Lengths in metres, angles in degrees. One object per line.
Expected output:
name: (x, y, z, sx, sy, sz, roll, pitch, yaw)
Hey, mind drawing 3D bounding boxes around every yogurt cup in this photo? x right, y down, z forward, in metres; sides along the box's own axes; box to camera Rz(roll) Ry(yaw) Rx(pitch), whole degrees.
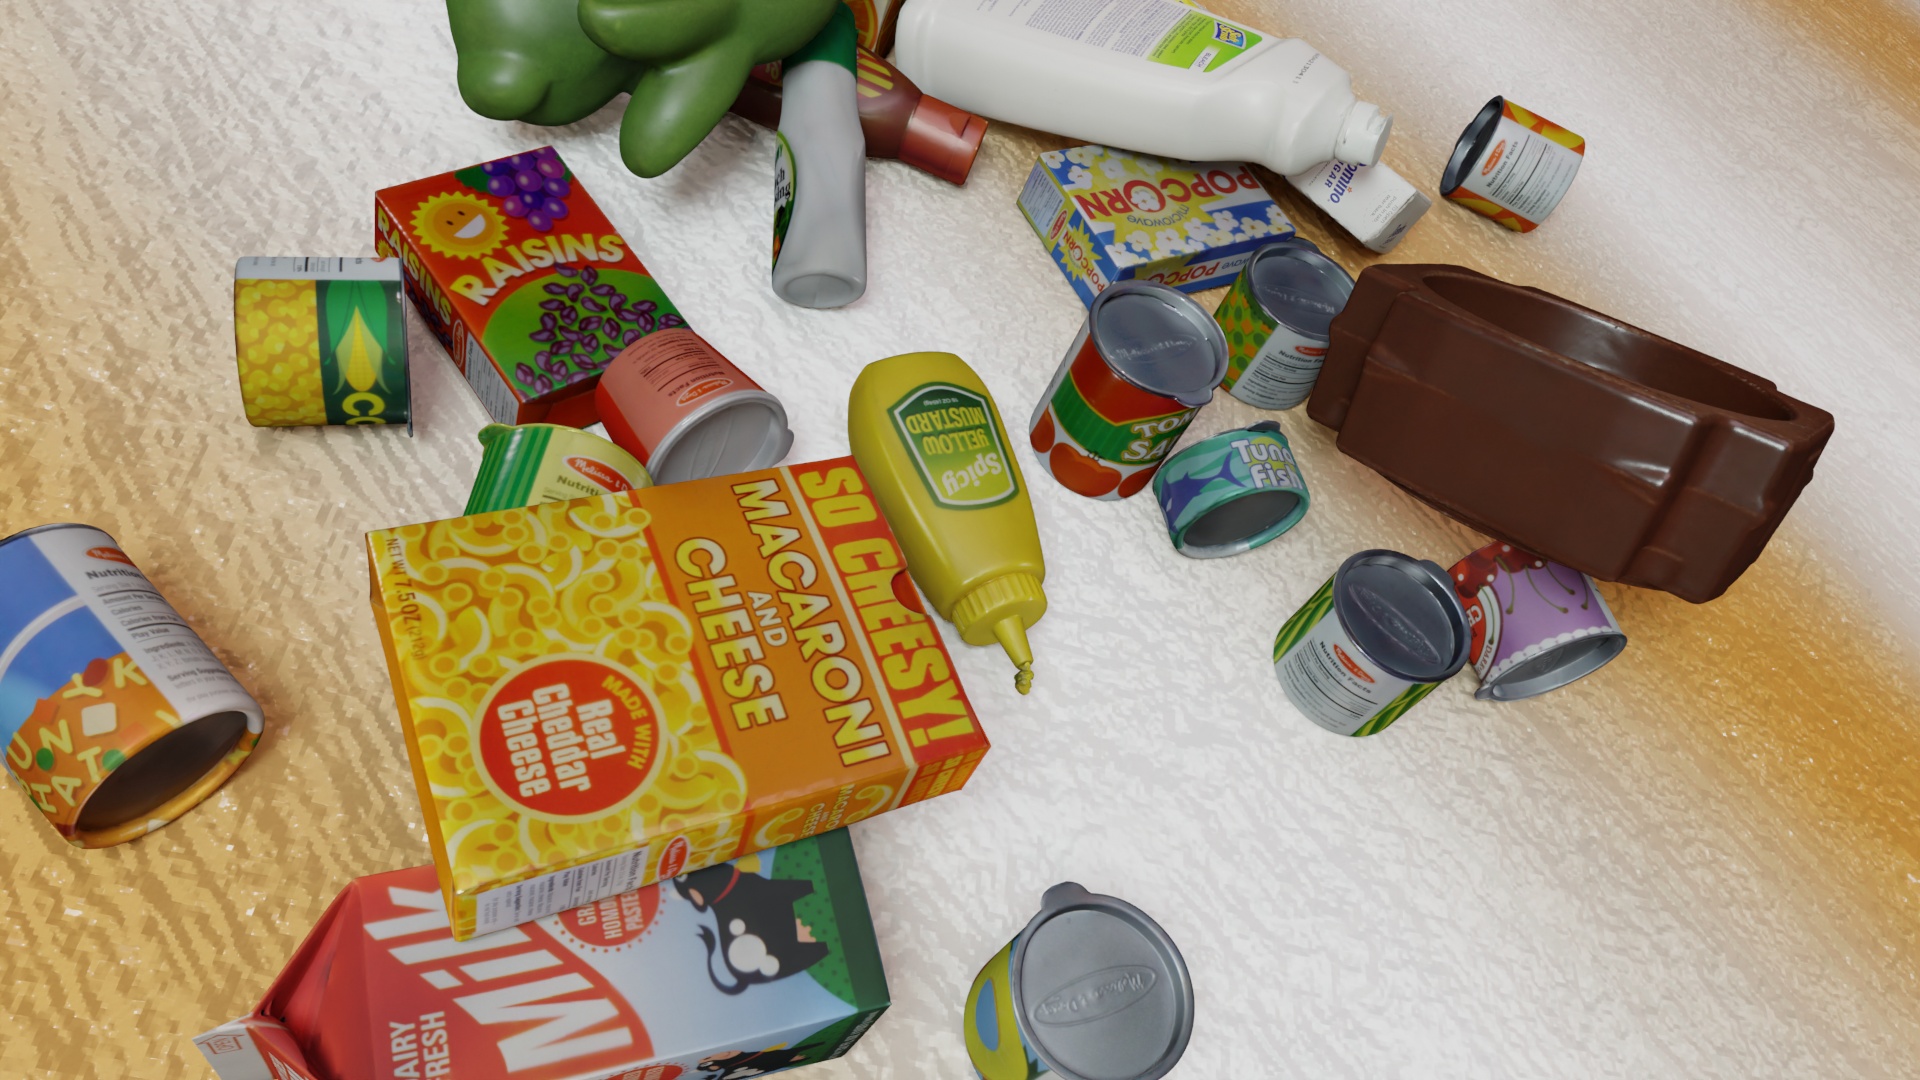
yogurt cup: (-0.113, -0.050, 0.571, 0.073, 0.072, 0.054, -27, 62, -32)

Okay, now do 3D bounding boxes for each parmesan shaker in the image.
parmesan shaker: (-0.158, 0.016, 0.507, 0.071, 0.071, 0.103, 15, 55, -10)

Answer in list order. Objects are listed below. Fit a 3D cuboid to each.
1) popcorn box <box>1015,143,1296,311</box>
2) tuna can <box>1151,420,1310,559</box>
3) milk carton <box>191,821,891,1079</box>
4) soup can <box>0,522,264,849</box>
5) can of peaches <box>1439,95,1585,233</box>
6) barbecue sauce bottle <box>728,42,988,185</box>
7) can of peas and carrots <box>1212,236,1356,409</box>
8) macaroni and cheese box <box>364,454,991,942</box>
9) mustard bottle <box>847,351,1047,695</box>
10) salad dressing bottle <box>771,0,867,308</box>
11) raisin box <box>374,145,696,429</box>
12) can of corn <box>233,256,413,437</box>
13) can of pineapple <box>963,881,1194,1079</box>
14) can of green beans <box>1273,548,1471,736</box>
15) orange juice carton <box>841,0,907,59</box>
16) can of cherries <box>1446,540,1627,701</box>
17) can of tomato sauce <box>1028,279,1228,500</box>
popcorn box: (0.106, -0.174, 0.749, 0.127, 0.038, 0.085, -17, 65, -29)
tuna can: (0.125, -0.022, 0.634, 0.071, 0.070, 0.033, -4, 61, -22)
milk carton: (-0.127, 0.140, 0.433, 0.191, 0.072, 0.074, -6, 60, -23)
soup can: (-0.280, 0.048, 0.444, 0.084, 0.071, 0.072, 44, 54, 11)
can of peaches: (0.339, -0.232, 0.857, 0.058, 0.071, 0.071, 25, 53, -3)
barbecue sauce bottle: (-0.060, -0.231, 0.723, 0.148, 0.043, 0.065, 23, 62, -5)
can of peas and carrots: (0.165, -0.112, 0.716, 0.071, 0.058, 0.071, 10, 54, -14)
macaroni and cheese box: (-0.090, 0.041, 0.446, 0.167, 0.040, 0.124, -12, 59, -27)
mustard bottle: (0.002, -0.007, 0.593, 0.065, 0.048, 0.161, -12, 62, -25)
salad dressing bottle: (-0.067, -0.187, 0.663, 0.044, 0.064, 0.148, 2, 74, -12)
raisin box: (-0.183, -0.107, 0.598, 0.086, 0.040, 0.123, -28, 72, -33)
can of corn: (-0.245, -0.074, 0.539, 0.058, 0.070, 0.071, -3, 59, -21)
can of pineapple: (0.040, 0.163, 0.487, 0.071, 0.057, 0.071, 10, 55, -14)
can of green beans: (0.181, 0.046, 0.617, 0.071, 0.057, 0.071, 10, 55, -14)
orange juice carton: (-0.049, -0.333, 0.702, 0.073, 0.191, 0.072, 25, 54, -2)
can of cherries: (0.263, 0.036, 0.650, 0.071, 0.071, 0.058, -4, 59, -23)
can of tomato sauce: (0.076, -0.066, 0.638, 0.071, 0.082, 0.071, 10, 55, -14)
